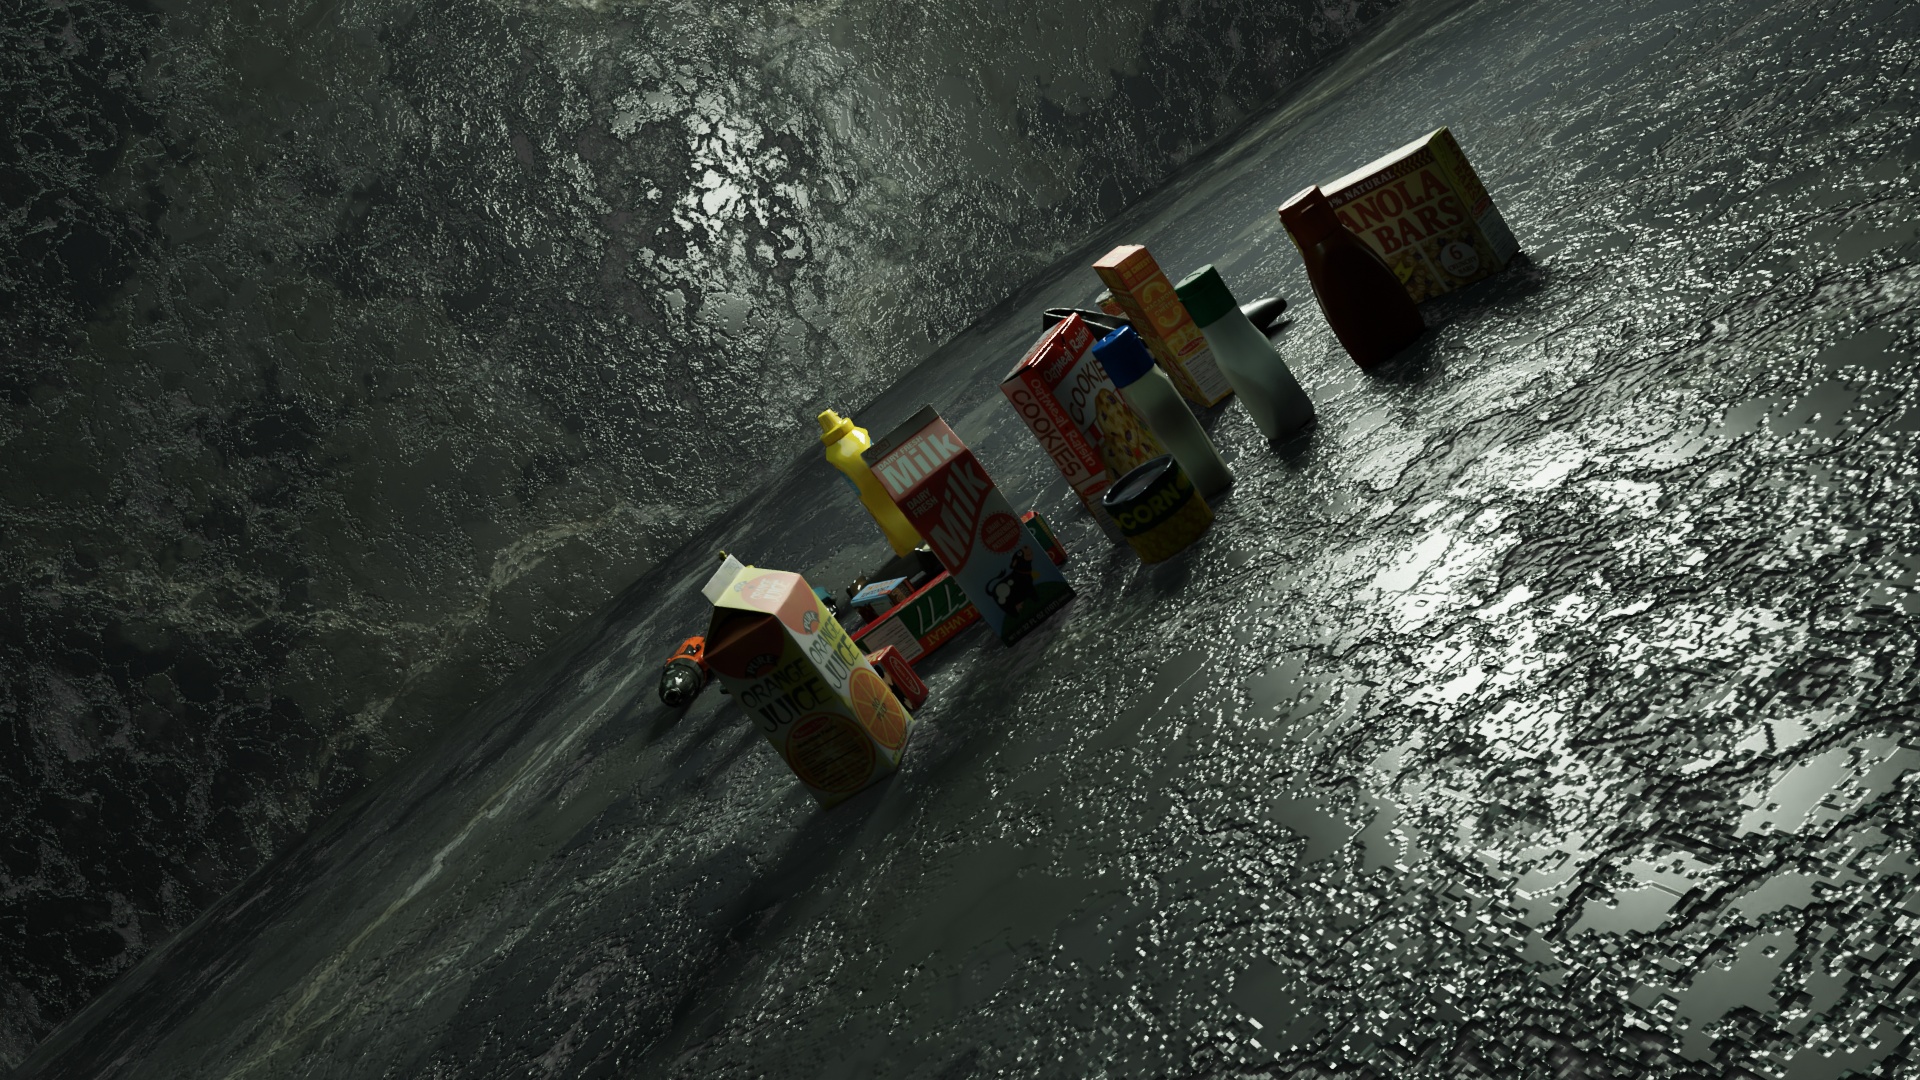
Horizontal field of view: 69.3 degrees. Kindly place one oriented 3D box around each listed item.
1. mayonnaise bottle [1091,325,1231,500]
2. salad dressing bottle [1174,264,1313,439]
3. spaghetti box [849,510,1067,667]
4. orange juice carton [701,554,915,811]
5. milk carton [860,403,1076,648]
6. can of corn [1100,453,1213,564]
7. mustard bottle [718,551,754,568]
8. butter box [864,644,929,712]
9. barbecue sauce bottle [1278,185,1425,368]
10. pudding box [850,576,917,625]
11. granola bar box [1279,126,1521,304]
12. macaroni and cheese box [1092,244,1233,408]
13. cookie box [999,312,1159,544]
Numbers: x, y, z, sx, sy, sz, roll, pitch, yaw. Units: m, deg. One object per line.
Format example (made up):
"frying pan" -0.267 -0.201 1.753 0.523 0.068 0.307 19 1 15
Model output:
"mayonnaise bottle" 0.160 -0.102 1.113 0.041 0.148 0.065 -36 12 4
"salad dressing bottle" 0.227 -0.152 1.117 0.044 0.147 0.064 -37 12 -4
"spaghetti box" -0.021 0.064 1.223 0.250 0.050 0.029 -35 12 5
"orange juice carton" -0.123 0.098 1.037 0.073 0.192 0.072 -32 13 21
"milk carton" 0.004 -0.014 1.112 0.072 0.190 0.073 -37 12 -2
"can of corn" 0.150 -0.023 1.058 0.071 0.058 0.071 -35 12 9
"mustard bottle" -0.195 0.075 1.401 0.048 0.160 0.065 -33 12 17
"butter box" -0.079 0.125 1.144 0.103 0.053 0.024 -25 16 42
"barbecue sauce bottle" 0.311 -0.215 1.120 0.065 0.148 0.044 -34 12 11
"pudding box" -0.067 0.066 1.343 0.030 0.049 0.083 -43 14 -28
"granola bar box" 0.371 -0.262 1.189 0.039 0.124 0.165 -44 14 -32
"macaroni and cheese box" 0.202 -0.215 1.377 0.040 0.166 0.124 -36 12 4
"cookie box" 0.114 -0.098 1.179 0.040 0.167 0.123 -29 14 34
